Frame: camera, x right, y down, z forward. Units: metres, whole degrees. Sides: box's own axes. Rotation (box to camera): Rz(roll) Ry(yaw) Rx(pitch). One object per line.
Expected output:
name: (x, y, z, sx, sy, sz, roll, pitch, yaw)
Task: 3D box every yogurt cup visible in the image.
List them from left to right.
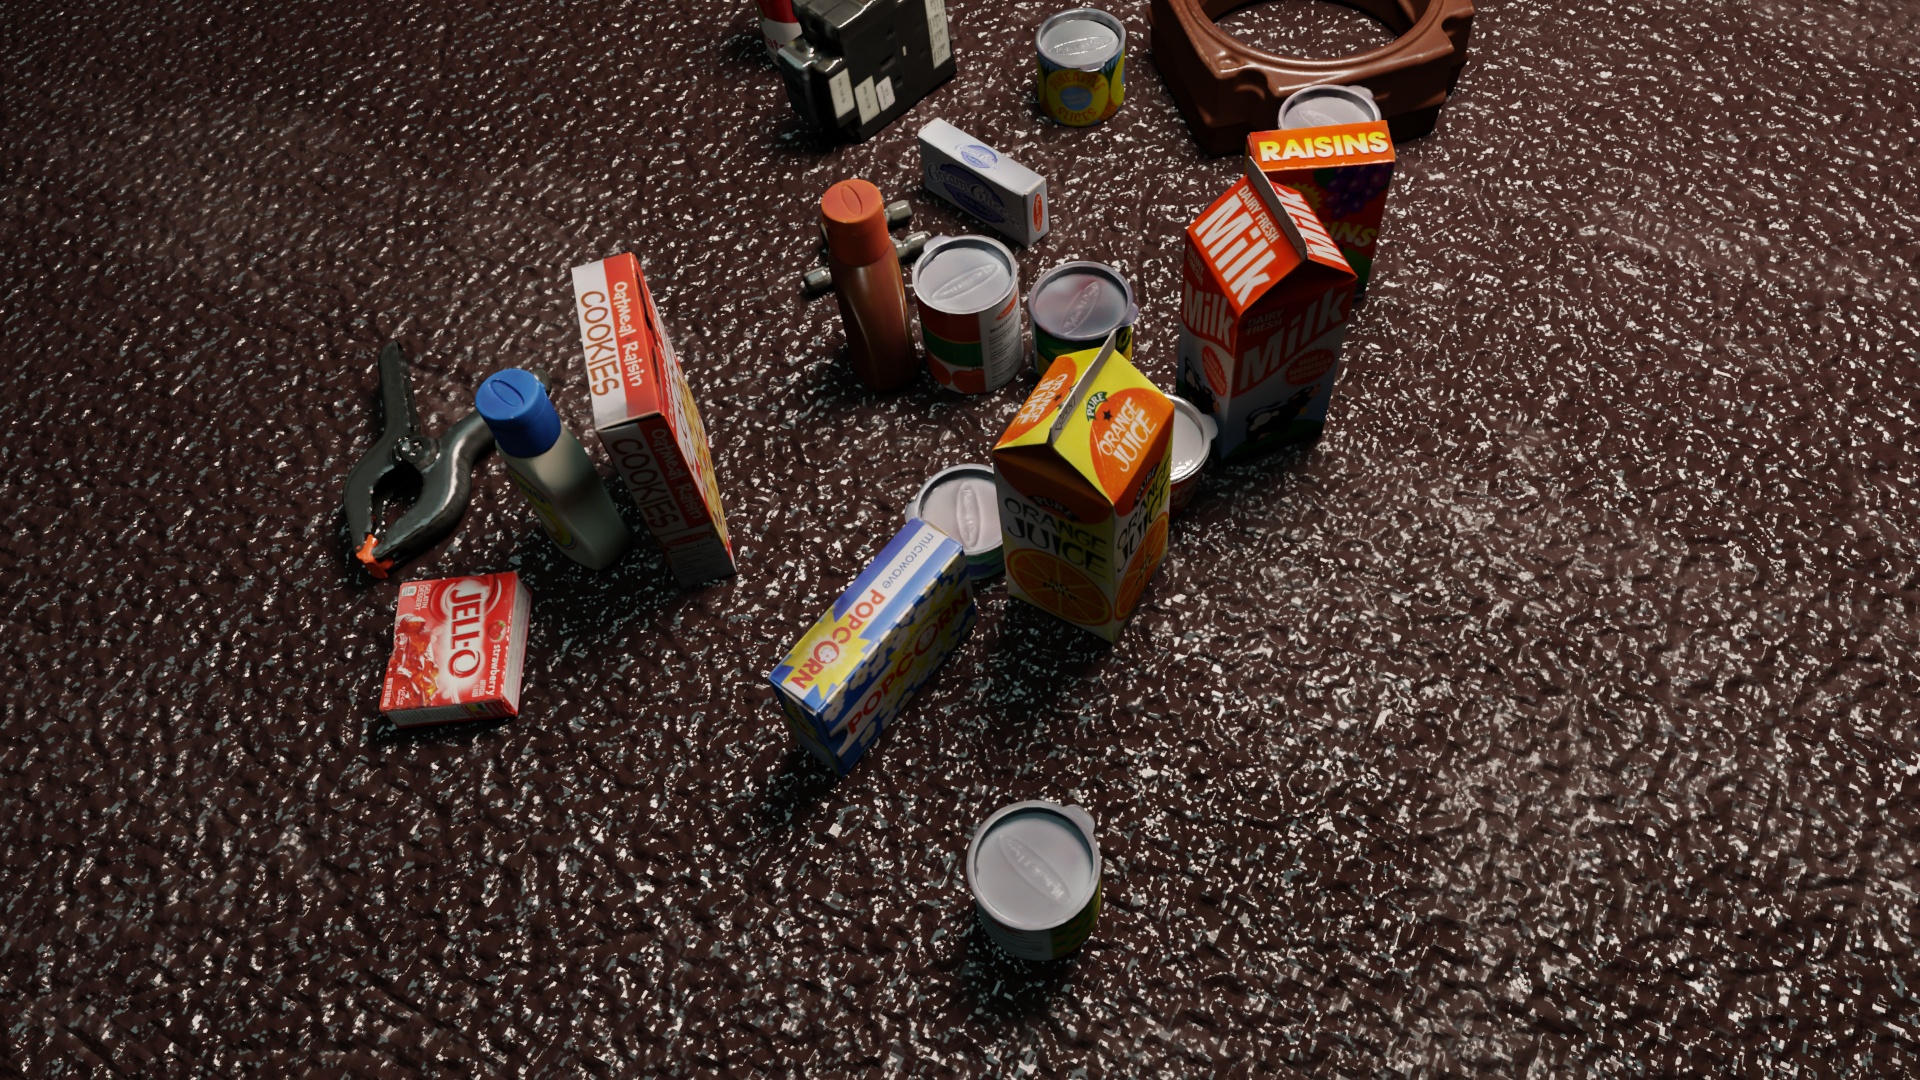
yogurt cup: (0.116, -0.048, 0.842, 0.072, 0.053, 0.073, -3, 58, 4)

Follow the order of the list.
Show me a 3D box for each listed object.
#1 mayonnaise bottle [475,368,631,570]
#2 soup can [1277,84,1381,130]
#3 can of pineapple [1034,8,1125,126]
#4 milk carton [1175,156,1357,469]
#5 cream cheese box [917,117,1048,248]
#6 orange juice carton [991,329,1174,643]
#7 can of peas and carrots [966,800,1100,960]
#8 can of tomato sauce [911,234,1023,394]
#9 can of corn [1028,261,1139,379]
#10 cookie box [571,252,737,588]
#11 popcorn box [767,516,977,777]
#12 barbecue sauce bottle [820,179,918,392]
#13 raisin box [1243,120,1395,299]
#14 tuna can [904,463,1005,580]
mayonnaise bottle: (-0.242, -0.042, 0.820, 0.065, 0.147, 0.041, 35, 68, 24)
soup can: (0.247, -0.256, 0.943, 0.071, 0.083, 0.071, -3, 58, 4)
can of pineapple: (0.089, -0.351, 1.035, 0.071, 0.057, 0.071, -3, 58, 4)
milk carton: (0.175, -0.131, 0.808, 0.073, 0.189, 0.072, -19, 58, -6)
cream cheese box: (0.016, -0.253, 0.983, 0.104, 0.053, 0.024, 36, 68, 25)
orange juice carton: (0.068, -0.029, 0.754, 0.073, 0.191, 0.072, 25, 64, 20)
can of peas and carrots: (0.040, 0.172, 0.708, 0.071, 0.058, 0.071, -3, 58, 4)
can of tomato sauce: (0.005, -0.146, 0.899, 0.071, 0.082, 0.071, -3, 58, 4)
can of corn: (0.081, -0.136, 0.899, 0.071, 0.058, 0.071, -3, 58, 4)
cookie box: (-0.178, -0.067, 0.818, 0.040, 0.166, 0.123, -16, 58, -4)
popcorn box: (-0.045, 0.059, 0.773, 0.038, 0.084, 0.127, 32, 66, 23)
barbecue sauce bottle: (-0.058, -0.161, 0.876, 0.044, 0.147, 0.065, -20, 58, -7)
raisin box: (0.224, -0.207, 0.891, 0.086, 0.122, 0.040, -4, 58, 4)
tuna can: (0.003, -0.011, 0.843, 0.071, 0.032, 0.071, -3, 58, 4)
